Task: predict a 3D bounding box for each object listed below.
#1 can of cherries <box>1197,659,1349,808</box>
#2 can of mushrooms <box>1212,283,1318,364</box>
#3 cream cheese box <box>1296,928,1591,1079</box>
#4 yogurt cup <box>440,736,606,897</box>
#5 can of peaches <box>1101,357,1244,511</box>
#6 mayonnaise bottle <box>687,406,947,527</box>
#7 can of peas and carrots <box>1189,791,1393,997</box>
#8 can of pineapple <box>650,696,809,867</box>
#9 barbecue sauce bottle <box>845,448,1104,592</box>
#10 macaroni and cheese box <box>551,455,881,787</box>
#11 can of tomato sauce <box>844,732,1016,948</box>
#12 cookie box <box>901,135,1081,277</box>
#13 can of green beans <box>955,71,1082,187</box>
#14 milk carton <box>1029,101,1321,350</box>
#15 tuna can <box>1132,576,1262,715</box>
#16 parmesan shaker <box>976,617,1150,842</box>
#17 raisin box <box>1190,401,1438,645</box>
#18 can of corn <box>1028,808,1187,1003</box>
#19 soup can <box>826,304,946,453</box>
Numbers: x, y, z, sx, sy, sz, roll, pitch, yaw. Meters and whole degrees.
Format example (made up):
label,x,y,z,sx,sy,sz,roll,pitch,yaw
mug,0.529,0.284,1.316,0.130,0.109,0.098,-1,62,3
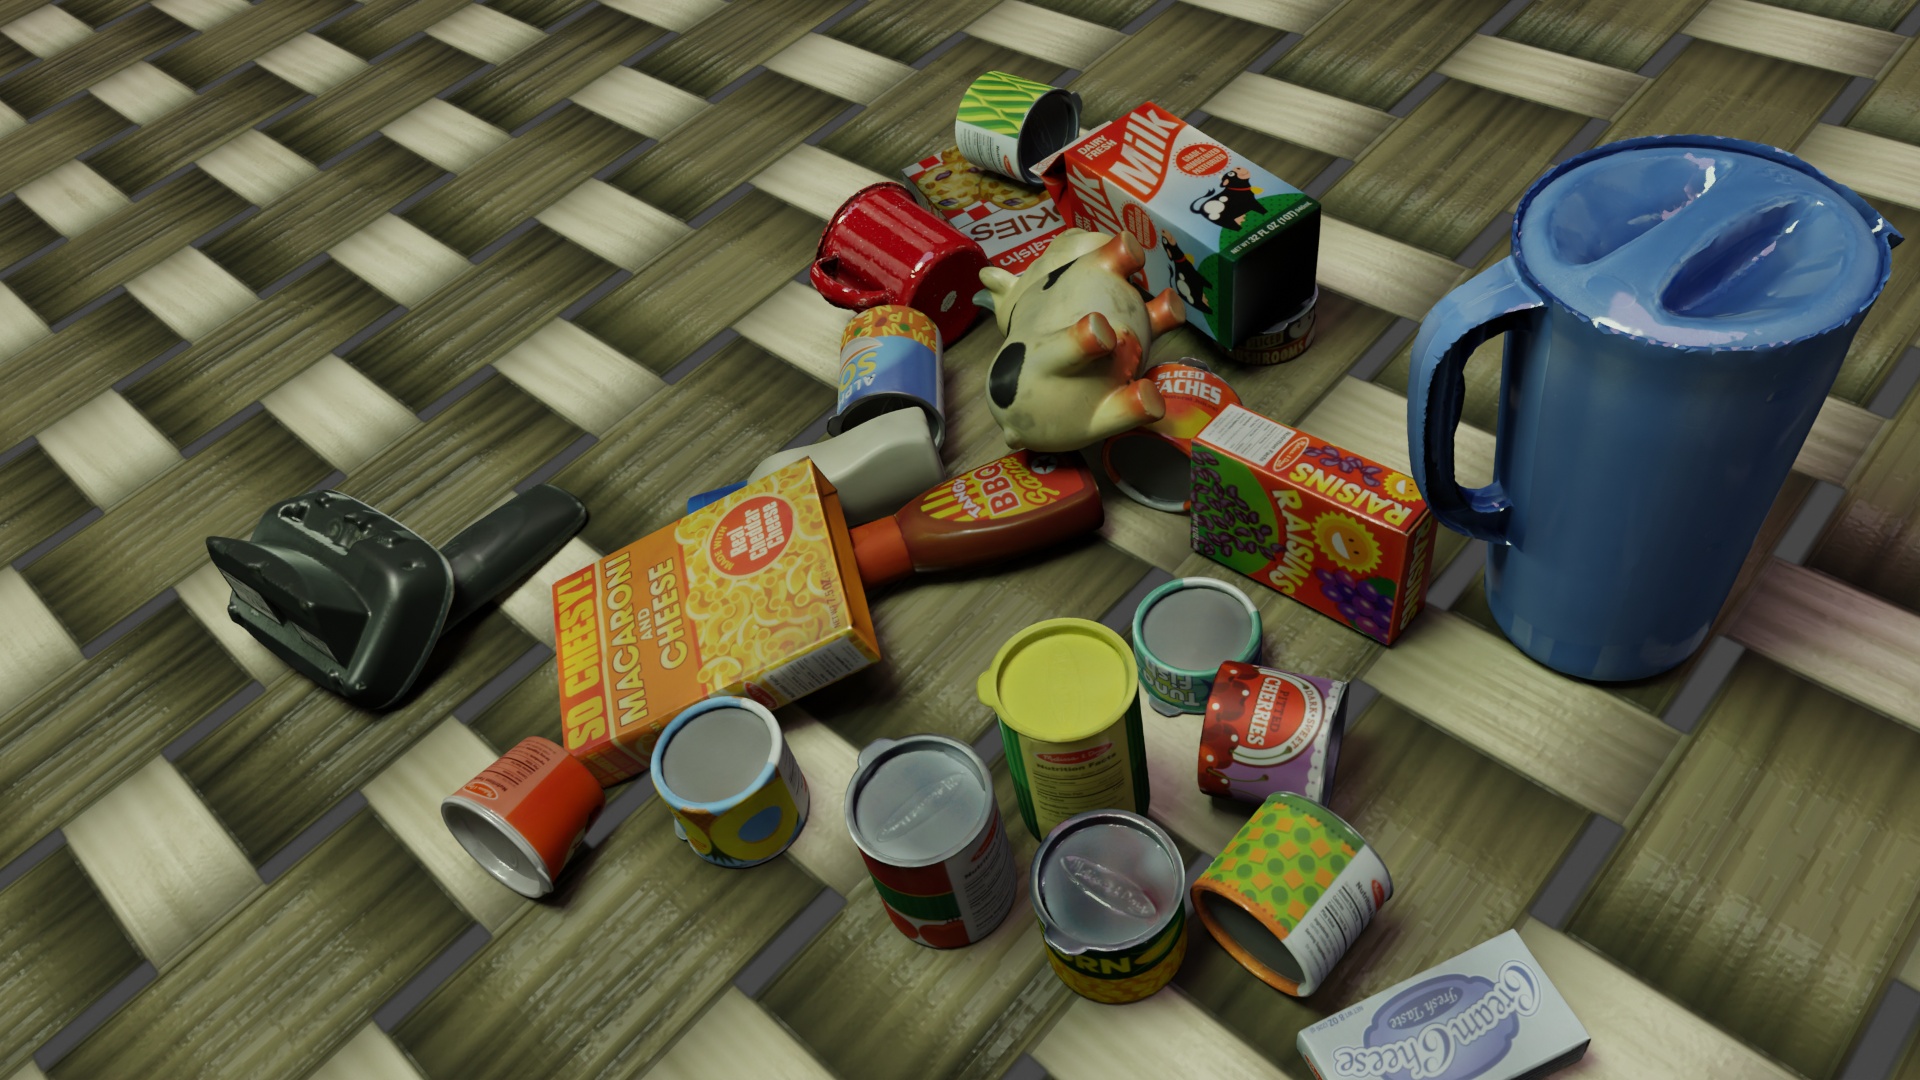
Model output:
label,x,y,z,sx,sy,sz,roll,pitch,yaw
can of cherries,0.146,0.091,0.649,0.058,0.071,0.072,11,52,21
can of mushrooms,0.190,-0.142,0.870,0.071,0.033,0.071,-6,48,6
cream cheese box,0.197,0.206,0.568,0.104,0.024,0.053,-23,50,-8
yogurt cup,-0.215,0.135,0.693,0.072,0.072,0.054,18,47,26
can of peaches,0.120,-0.060,0.788,0.071,0.071,0.058,17,56,25
mayonnaise bottle,-0.084,-0.030,0.813,0.148,0.064,0.041,-17,49,2
can of peas and carrots,0.140,0.152,0.601,0.071,0.070,0.059,32,63,33
can of pineapple,-0.115,0.120,0.688,0.071,0.057,0.071,-6,49,7
barbecue sauce bottle,0.003,-0.010,0.787,0.149,0.043,0.065,-20,42,-5
macaroni and cheese box,-0.135,0.043,0.745,0.166,0.040,0.124,-26,50,9
can of tomato sauce,-0.013,0.137,0.634,0.071,0.082,0.071,-6,48,7
cookie box,0.050,-0.231,0.975,0.123,0.040,0.168,-26,48,-11
can of green beans,0.039,-0.282,0.949,0.058,0.071,0.071,29,60,33
milk carton,0.128,-0.206,0.862,0.072,0.073,0.191,-34,54,-16
tuna can,0.120,0.054,0.712,0.071,0.032,0.071,-6,48,7
parmesan shaker,0.050,0.093,0.646,0.071,0.102,0.072,-6,48,7
raisin box,0.181,-0.010,0.720,0.123,0.085,0.040,29,56,32
can of corn,0.065,0.163,0.611,0.071,0.058,0.071,-6,48,7
soup can,-0.045,-0.095,0.855,0.071,0.071,0.084,-8,48,6
